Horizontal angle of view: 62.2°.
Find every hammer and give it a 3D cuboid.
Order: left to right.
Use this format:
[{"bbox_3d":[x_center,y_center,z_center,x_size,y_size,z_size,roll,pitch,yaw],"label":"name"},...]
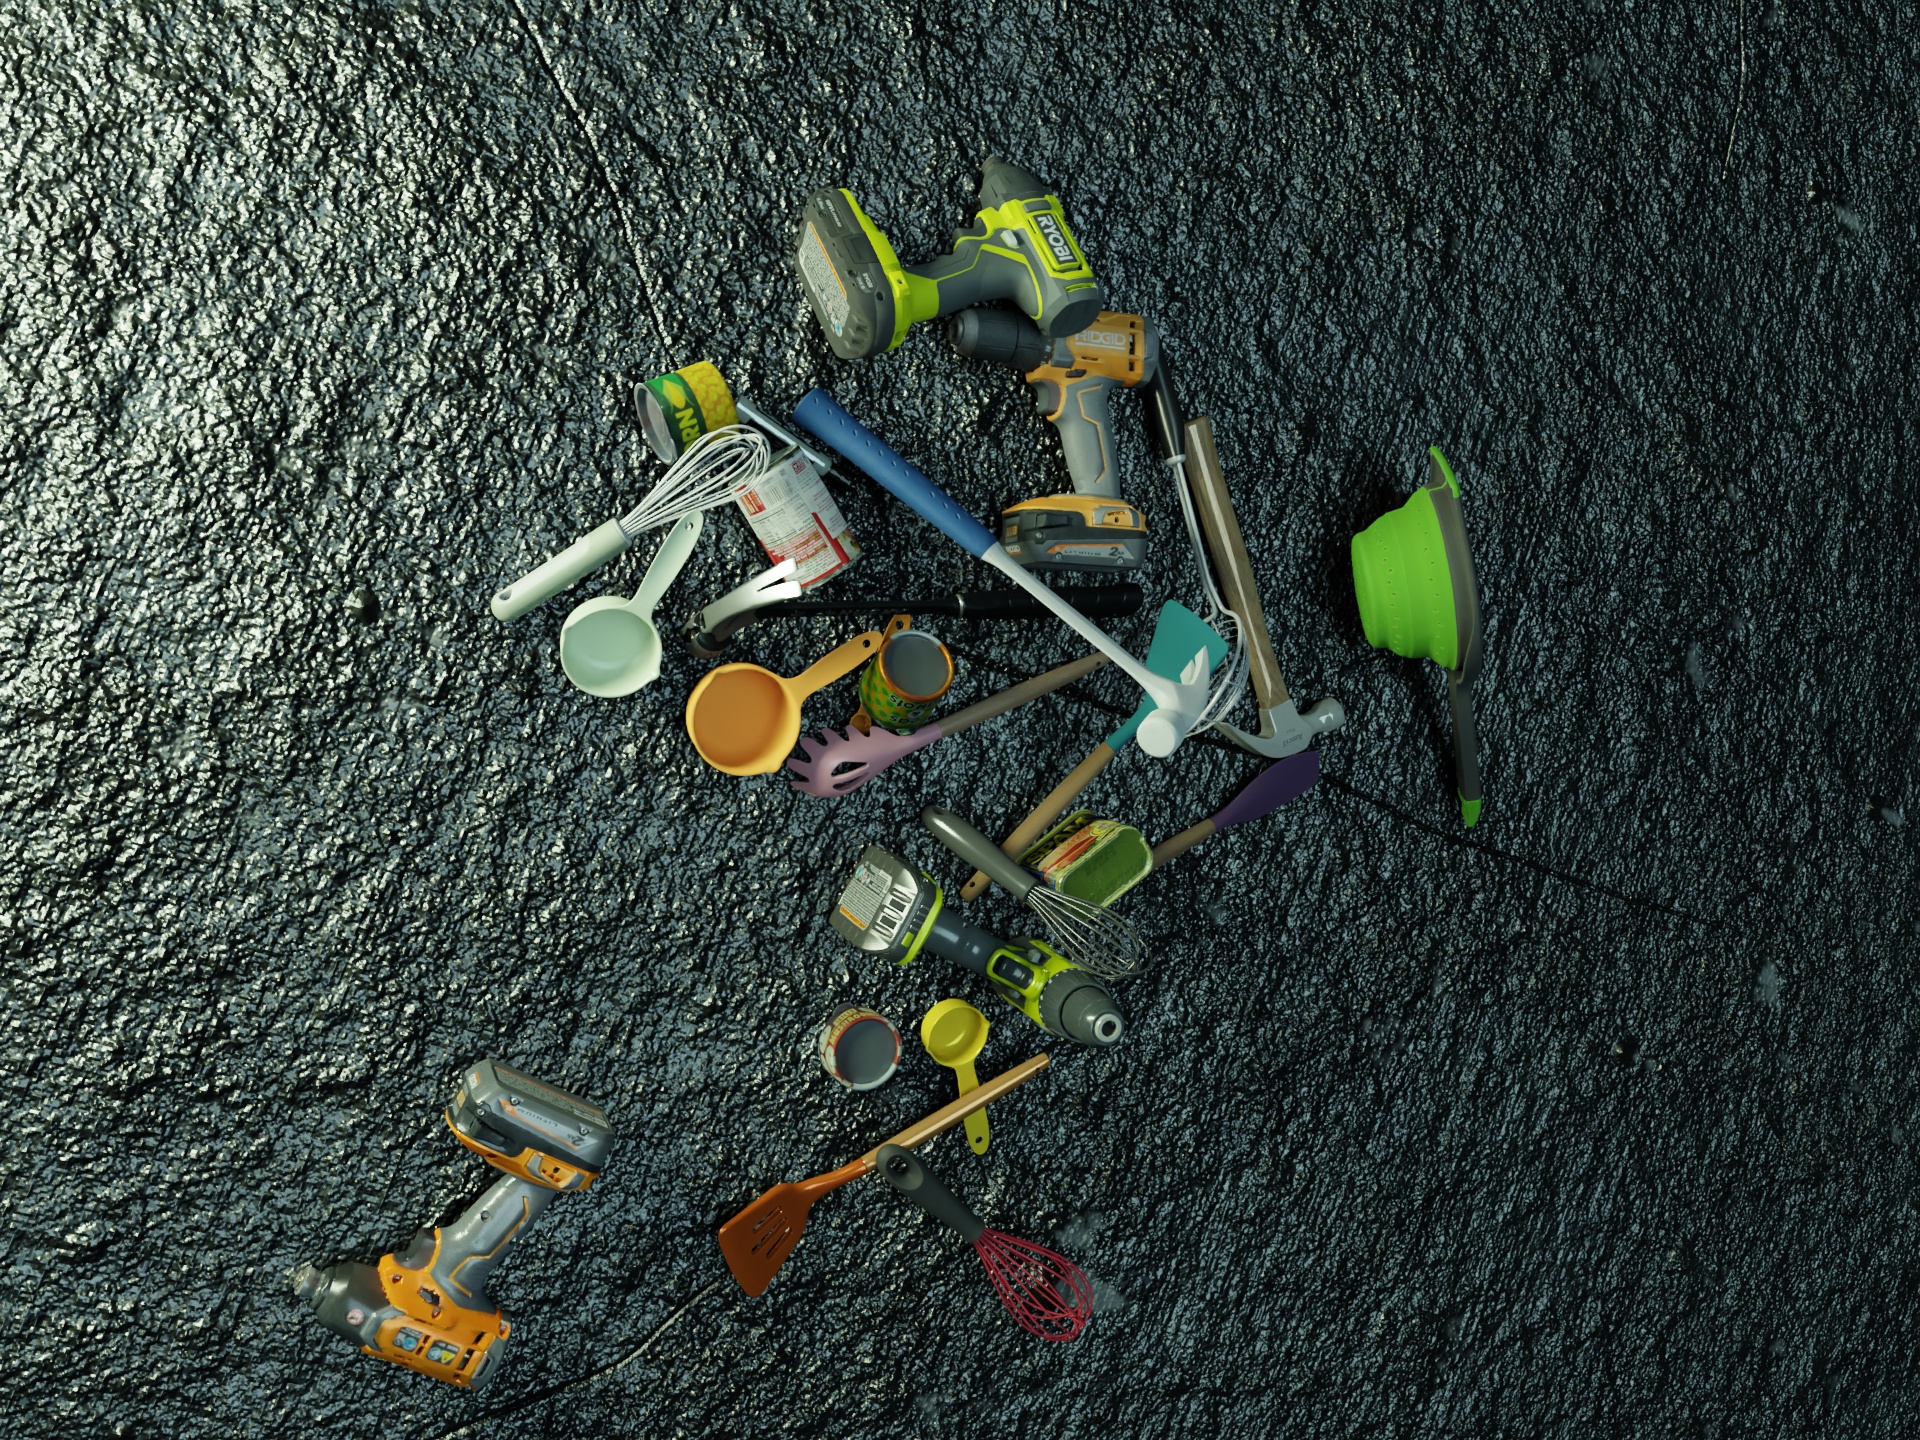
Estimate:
[{"bbox_3d":[-0.014,-0.097,1.312,0.408,0.149,0.036,-5,77,-33],"label":"hammer"},{"bbox_3d":[0.034,-0.131,1.280,0.405,0.035,0.144,39,34,4],"label":"hammer"},{"bbox_3d":[0.259,-0.120,1.483,0.130,0.031,0.331,-25,104,-22],"label":"hammer"}]

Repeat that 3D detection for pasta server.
[{"bbox_3d":[-0.002,-0.004,1.370,0.316,0.040,0.060,-24,128,-27],"label":"pasta server"}]

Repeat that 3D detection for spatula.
[{"bbox_3d":[-0.057,0.374,1.363,0.322,0.041,0.081,-27,116,-14],"label":"spatula"},{"bbox_3d":[0.107,0.037,1.383,0.317,0.082,0.044,-47,143,3],"label":"spatula"},{"bbox_3d":[0.214,0.108,1.486,0.316,0.018,0.059,-27,133,-19],"label":"spatula"}]

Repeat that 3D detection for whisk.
[{"bbox_3d":[-0.251,-0.148,1.208,0.246,0.058,0.059,-33,135,-1],"label":"whisk"},{"bbox_3d":[0.024,0.458,1.393,0.073,0.073,0.295,-49,117,-13],"label":"whisk"},{"bbox_3d":[0.060,0.141,1.336,0.239,0.055,0.055,36,76,21],"label":"whisk"}]

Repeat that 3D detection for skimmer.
[{"bbox_3d":[0.181,-0.168,1.413,0.090,0.127,0.363,-14,90,-23],"label":"skimmer"}]

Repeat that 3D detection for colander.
[{"bbox_3d":[0.442,-0.060,1.539,0.094,0.205,0.396,-10,119,10],"label":"colander"}]

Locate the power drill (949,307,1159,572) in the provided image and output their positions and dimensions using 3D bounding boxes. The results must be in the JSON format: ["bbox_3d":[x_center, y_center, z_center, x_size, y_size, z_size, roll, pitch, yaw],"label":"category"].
[{"bbox_3d":[0.078,-0.245,1.364,0.185,0.084,0.226,1,90,-23],"label":"power drill"}]

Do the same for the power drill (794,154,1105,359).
[{"bbox_3d":[-0.013,-0.380,1.292,0.223,0.080,0.171,-16,69,-24],"label":"power drill"}]

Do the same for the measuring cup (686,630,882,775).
[{"bbox_3d":[-0.142,-0.026,1.284,0.173,0.052,0.095,-33,108,-12],"label":"measuring cup"}]

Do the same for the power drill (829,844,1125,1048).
[{"bbox_3d":[0.020,0.195,1.315,0.228,0.191,0.080,30,86,-20],"label":"power drill"}]

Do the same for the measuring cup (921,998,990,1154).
[{"bbox_3d":[0.001,0.316,1.410,0.062,0.029,0.156,-19,114,-20],"label":"measuring cup"}]

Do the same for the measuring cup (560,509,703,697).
[{"bbox_3d":[-0.246,-0.096,1.218,0.083,0.038,0.167,28,104,-28],"label":"measuring cup"}]

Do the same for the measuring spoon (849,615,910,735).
[{"bbox_3d":[-0.068,-0.041,1.351,0.021,0.011,0.117,25,80,-23],"label":"measuring spoon"}]

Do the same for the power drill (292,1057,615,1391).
[{"bbox_3d":[-0.382,0.378,1.202,0.164,0.084,0.226,31,85,-23],"label":"power drill"}]
